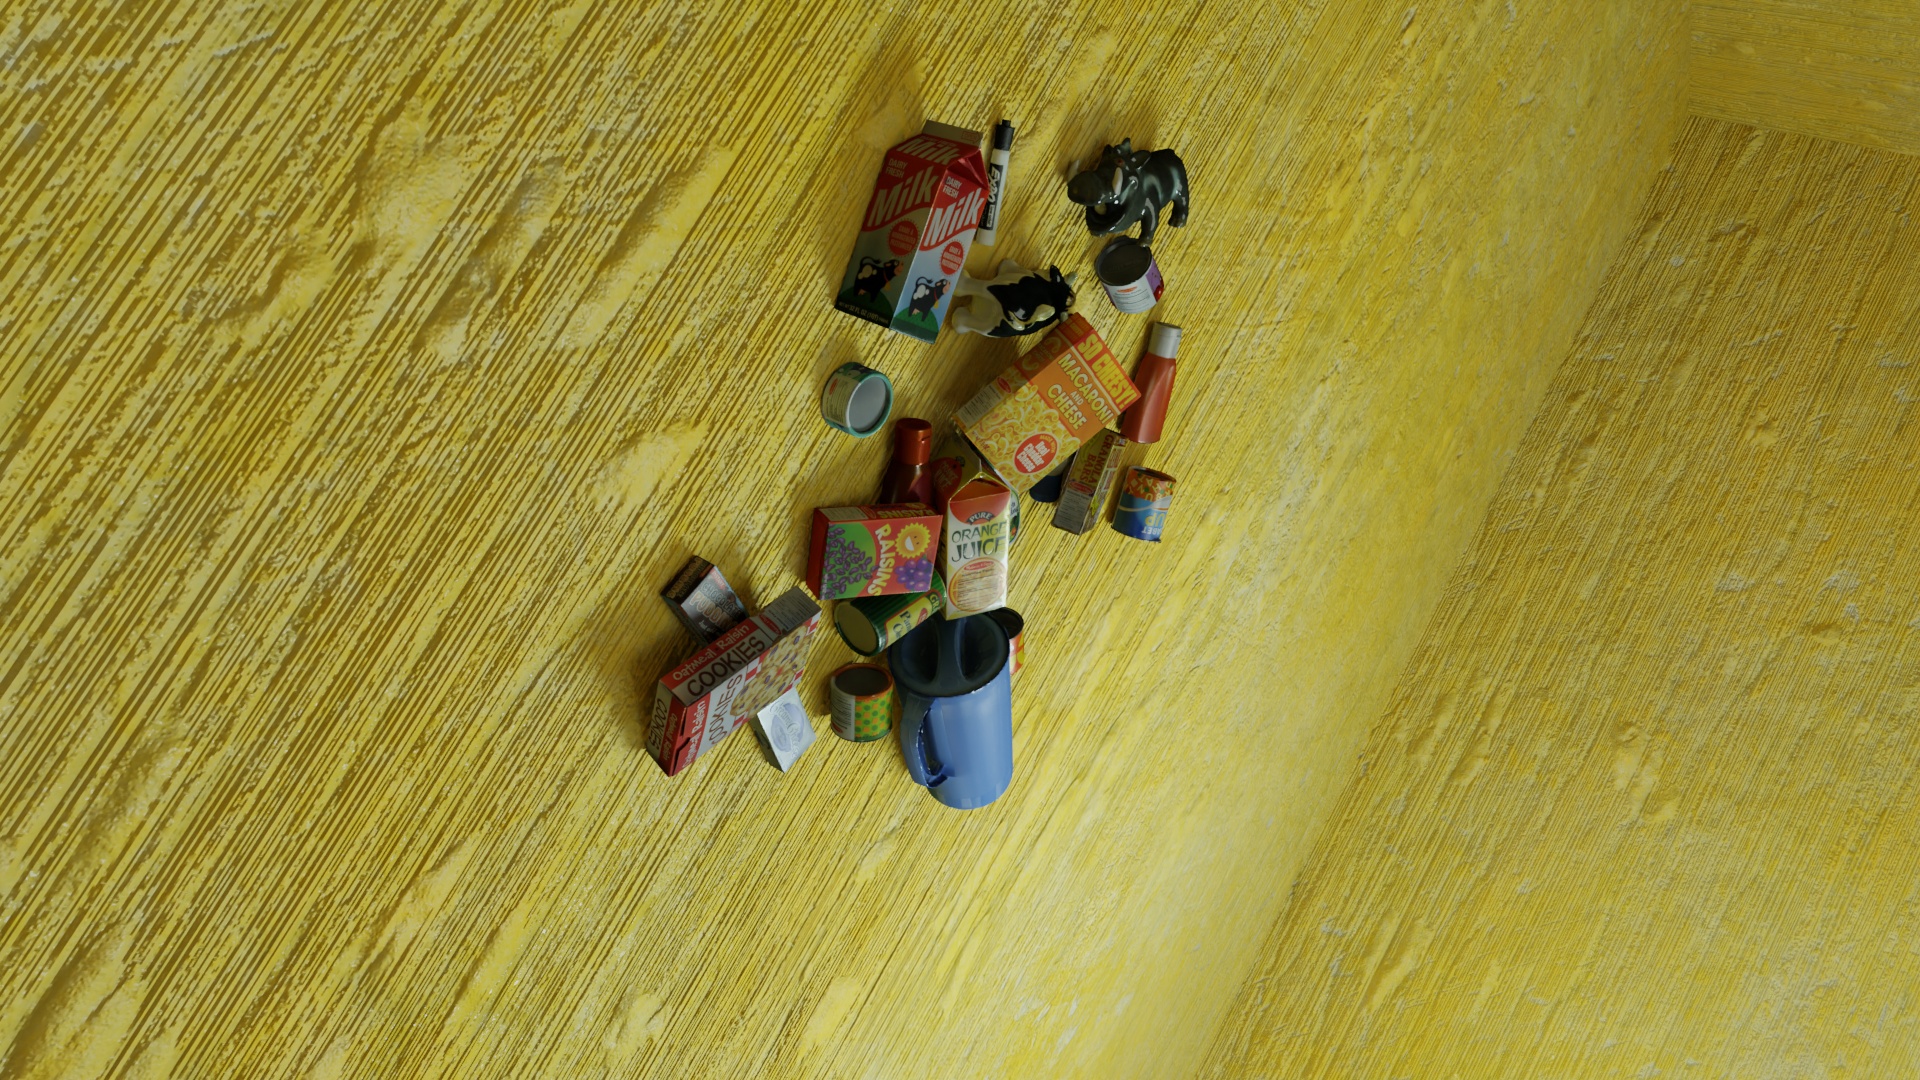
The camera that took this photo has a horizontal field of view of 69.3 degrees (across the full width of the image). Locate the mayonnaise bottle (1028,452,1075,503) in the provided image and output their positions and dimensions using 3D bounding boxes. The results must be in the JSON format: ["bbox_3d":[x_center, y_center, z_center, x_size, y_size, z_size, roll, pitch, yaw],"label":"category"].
[{"bbox_3d":[0.105,-0.114,1.579,0.041,0.065,0.147,-44,148,-51],"label":"mayonnaise bottle"}]

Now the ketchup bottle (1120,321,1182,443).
[{"bbox_3d":[0.242,-0.197,1.734,0.065,0.043,0.148,-12,120,-53],"label":"ketchup bottle"}]

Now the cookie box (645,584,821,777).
[{"bbox_3d":[-0.207,0.129,1.271,0.168,0.040,0.122,-36,160,-38],"label":"cookie box"}]

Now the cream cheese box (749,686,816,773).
[{"bbox_3d":[-0.181,0.182,1.395,0.053,0.024,0.103,-47,143,-28],"label":"cream cheese box"}]

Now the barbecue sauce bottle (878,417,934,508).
[{"bbox_3d":[-0.053,-0.049,1.409,0.065,0.044,0.147,-19,125,-44],"label":"barbecue sauce bottle"}]

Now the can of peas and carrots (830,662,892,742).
[{"bbox_3d":[-0.102,0.169,1.460,0.071,0.071,0.058,-29,132,-43],"label":"can of peas and carrots"}]

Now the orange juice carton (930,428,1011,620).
[{"bbox_3d":[0.005,-0.018,1.464,0.073,0.072,0.191,-12,125,-19],"label":"orange juice carton"}]

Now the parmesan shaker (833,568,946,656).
[{"bbox_3d":[-0.074,0.069,1.438,0.103,0.071,0.071,-35,137,-38],"label":"parmesan shaker"}]

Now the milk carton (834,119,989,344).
[{"bbox_3d":[-0.037,-0.282,1.254,0.073,0.072,0.190,9,103,-56],"label":"milk carton"}]

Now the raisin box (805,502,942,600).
[{"bbox_3d":[-0.085,0.009,1.365,0.124,0.040,0.085,-4,115,-30],"label":"raisin box"}]

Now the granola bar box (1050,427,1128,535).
[{"bbox_3d":[0.153,-0.073,1.637,0.166,0.039,0.124,-15,126,-79],"label":"granola bar box"}]

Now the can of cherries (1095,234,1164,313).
[{"bbox_3d":[0.193,-0.302,1.577,0.071,0.071,0.058,-58,147,-11],"label":"can of cherries"}]

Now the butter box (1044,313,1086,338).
[{"bbox_3d":[0.125,-0.203,1.581,0.053,0.024,0.103,-46,143,-29],"label":"butter box"}]

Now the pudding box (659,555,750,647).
[{"bbox_3d":[-0.227,0.058,1.242,0.050,0.030,0.083,-51,145,-22],"label":"pudding box"}]

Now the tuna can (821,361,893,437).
[{"bbox_3d":[-0.095,-0.132,1.306,0.071,0.033,0.070,-33,135,-40],"label":"tuna can"}]

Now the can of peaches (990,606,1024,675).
[{"bbox_3d":[0.042,0.121,1.632,0.071,0.071,0.057,-37,139,-37],"label":"can of peaches"}]

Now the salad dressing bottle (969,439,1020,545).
[{"bbox_3d":[0.034,-0.059,1.526,0.064,0.044,0.146,-33,135,-29],"label":"salad dressing bottle"}]

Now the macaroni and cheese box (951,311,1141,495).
[{"bbox_3d":[0.090,-0.140,1.437,0.166,0.040,0.123,-40,136,4],"label":"macaroni and cheese box"}]

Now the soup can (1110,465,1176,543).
[{"bbox_3d":[0.241,-0.047,1.803,0.071,0.071,0.083,-5,115,-54],"label":"soup can"}]
